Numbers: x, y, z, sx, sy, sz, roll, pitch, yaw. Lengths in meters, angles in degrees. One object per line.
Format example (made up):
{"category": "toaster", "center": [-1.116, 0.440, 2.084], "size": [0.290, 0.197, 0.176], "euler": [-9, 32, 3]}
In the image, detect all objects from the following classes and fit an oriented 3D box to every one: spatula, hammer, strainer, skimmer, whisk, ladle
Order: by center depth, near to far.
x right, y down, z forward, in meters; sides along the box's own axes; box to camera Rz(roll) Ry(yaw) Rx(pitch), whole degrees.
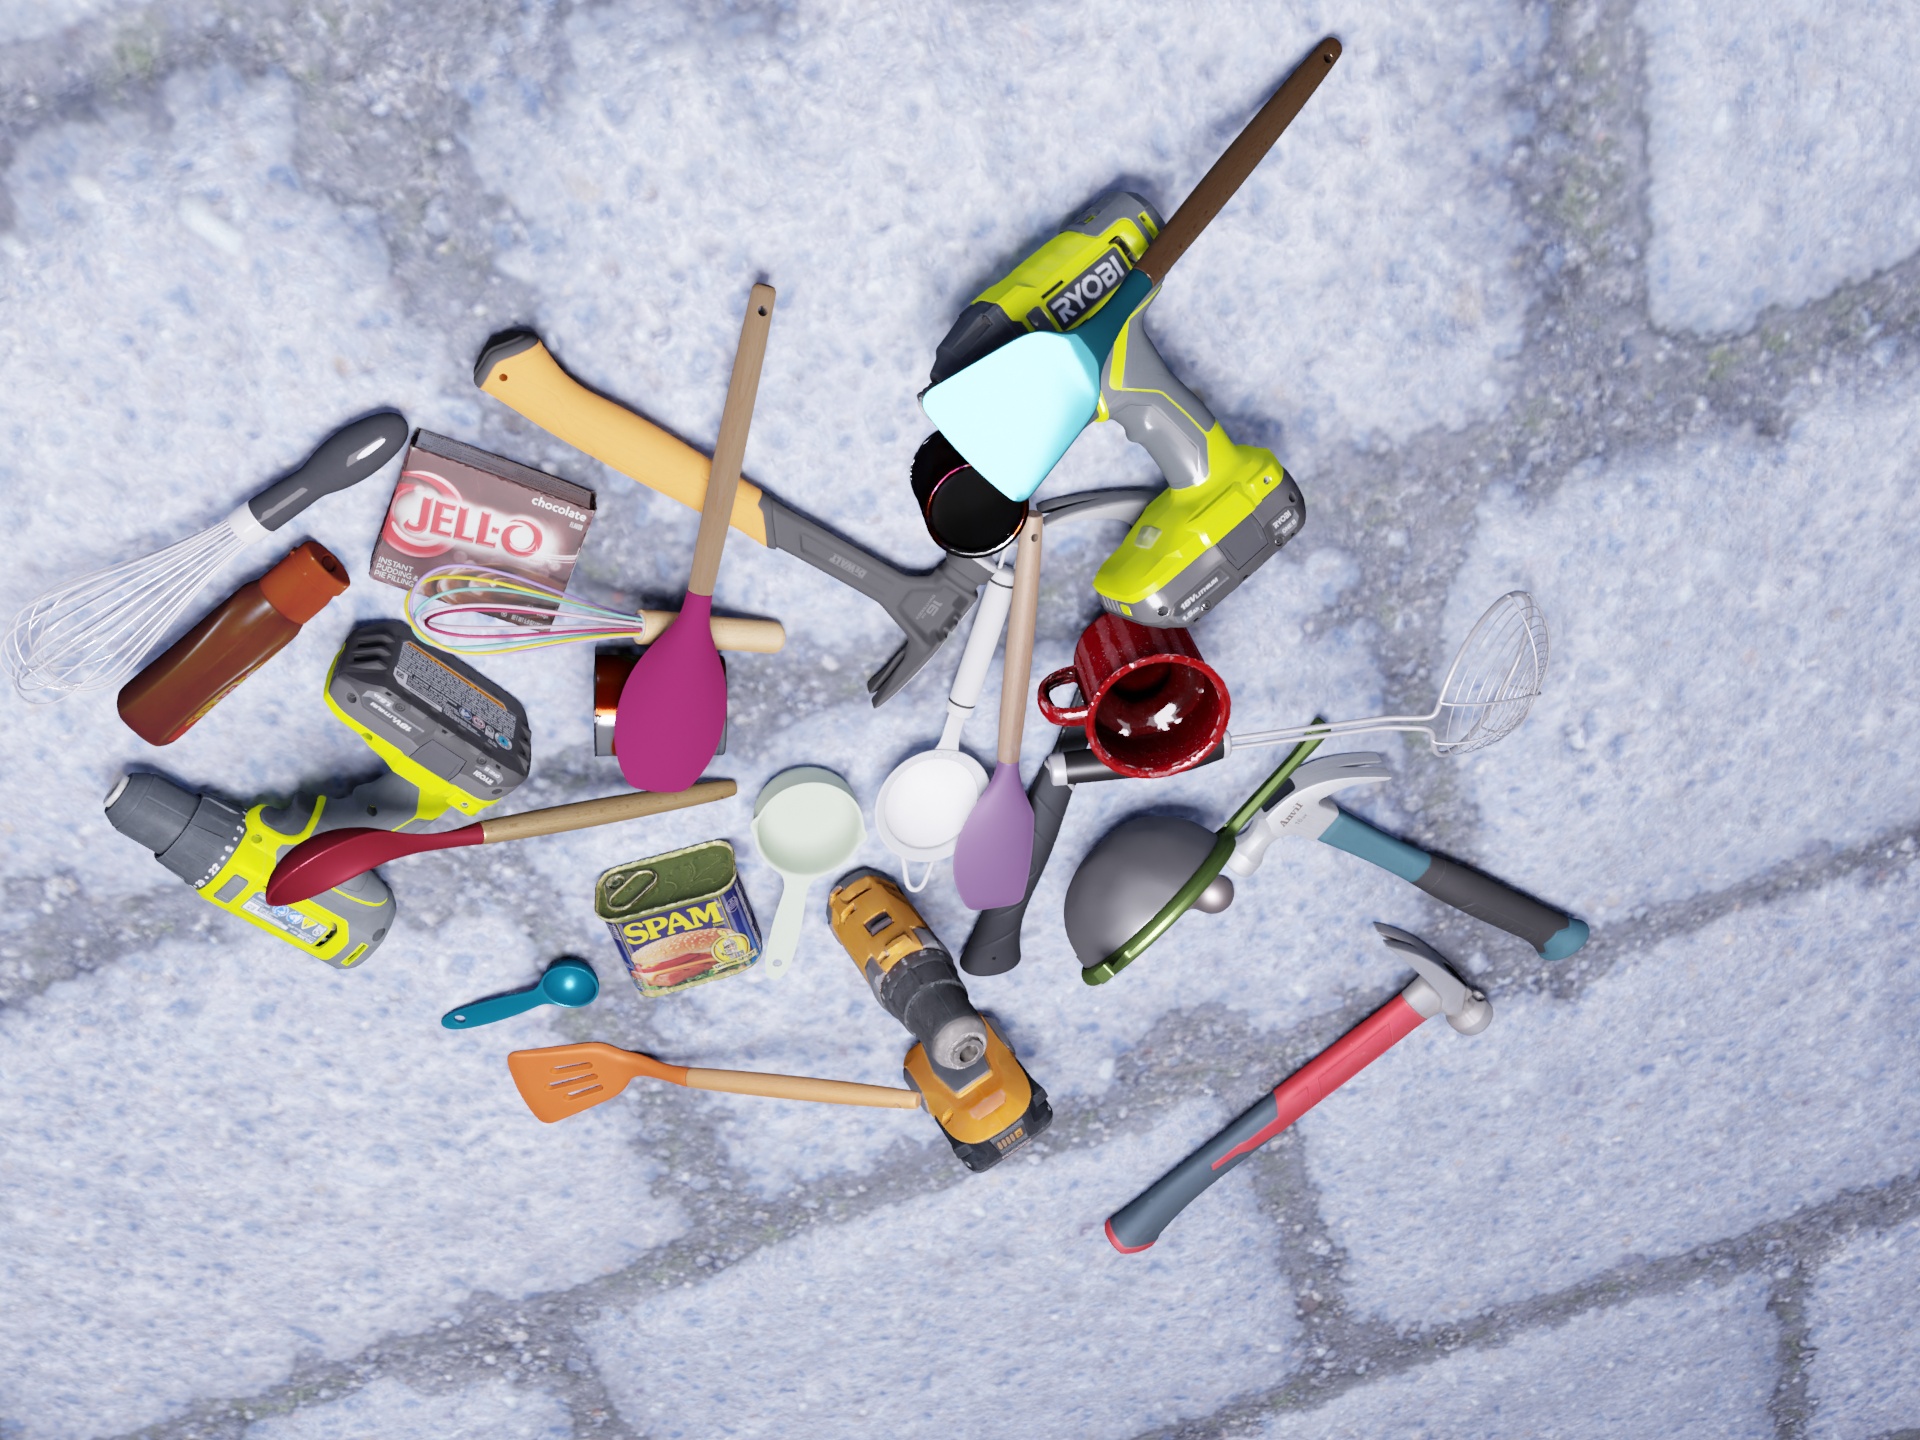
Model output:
{"category": "spatula", "center": [0.109, -0.262, 0.879], "size": [0.082, 0.044, 0.317], "euler": [43, 79, -19]}
{"category": "whisk", "center": [-0.442, -0.099, 0.931], "size": [0.284, 0.070, 0.070], "euler": [-33, 123, 4]}
{"category": "whisk", "center": [-0.216, -0.055, 0.969], "size": [0.244, 0.047, 0.051], "euler": [3, 122, -36]}
{"category": "hammer", "center": [-0.144, -0.129, 0.979], "size": [0.336, 0.034, 0.127], "euler": [29, 112, -26]}
{"category": "ladle", "center": [-0.279, 0.067, 1.007], "size": [0.315, 0.031, 0.069], "euler": [-10, 157, -38]}
{"category": "spatula", "center": [0.032, 0.004, 1.070], "size": [0.059, 0.018, 0.315], "euler": [-6, 124, -17]}
{"category": "strainer", "center": [-0.002, -0.003, 1.086], "size": [0.086, 0.050, 0.258], "euler": [7, 116, -26]}
{"category": "skimmer", "center": [0.237, -0.012, 1.106], "size": [0.363, 0.090, 0.127], "euler": [-8, 134, -2]}
{"category": "hammer", "center": [0.072, 0.022, 1.119], "size": [0.149, 0.036, 0.408], "euler": [10, 120, -16]}
{"category": "strainer", "center": [0.159, 0.078, 1.147], "size": [0.069, 0.151, 0.256], "euler": [44, 87, 2]}
{"category": "spatula", "center": [-0.184, 0.276, 1.189], "size": [0.322, 0.041, 0.081], "euler": [1, 127, 20]}
{"category": "hammer", "center": [0.366, 0.120, 1.241], "size": [0.330, 0.033, 0.128], "euler": [25, 116, -24]}
{"category": "hammer", "center": [0.260, 0.325, 1.351], "size": [0.143, 0.038, 0.386], "euler": [38, 109, -28]}

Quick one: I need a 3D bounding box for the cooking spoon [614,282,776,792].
{"category": "cooking spoon", "center": [-0.151, -0.101, 0.951], "size": [0.068, 0.017, 0.318], "euler": [7, 109, -24]}

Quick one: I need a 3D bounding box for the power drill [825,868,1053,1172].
{"category": "power drill", "center": [-0.007, 0.232, 1.151], "size": [0.084, 0.186, 0.226], "euler": [-33, 127, -10]}

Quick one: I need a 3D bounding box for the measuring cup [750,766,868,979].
{"category": "measuring cup", "center": [-0.118, 0.107, 1.128], "size": [0.083, 0.038, 0.167], "euler": [7, 117, -17]}

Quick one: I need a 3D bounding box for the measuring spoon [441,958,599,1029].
{"category": "measuring spoon", "center": [-0.325, 0.202, 1.173], "size": [0.128, 0.021, 0.042], "euler": [-18, 124, 12]}

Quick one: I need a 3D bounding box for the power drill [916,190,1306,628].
{"category": "power drill", "center": [0.090, -0.169, 0.938], "size": [0.171, 0.080, 0.223], "euler": [-41, 113, -8]}

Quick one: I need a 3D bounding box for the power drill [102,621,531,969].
{"category": "power drill", "center": [-0.407, 0.046, 1.016], "size": [0.228, 0.080, 0.190], "euler": [-40, 122, 18]}

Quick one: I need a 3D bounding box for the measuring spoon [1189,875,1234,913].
{"category": "measuring spoon", "center": [0.155, 0.155, 1.231], "size": [0.124, 0.018, 0.034], "euler": [-23, 124, 5]}
